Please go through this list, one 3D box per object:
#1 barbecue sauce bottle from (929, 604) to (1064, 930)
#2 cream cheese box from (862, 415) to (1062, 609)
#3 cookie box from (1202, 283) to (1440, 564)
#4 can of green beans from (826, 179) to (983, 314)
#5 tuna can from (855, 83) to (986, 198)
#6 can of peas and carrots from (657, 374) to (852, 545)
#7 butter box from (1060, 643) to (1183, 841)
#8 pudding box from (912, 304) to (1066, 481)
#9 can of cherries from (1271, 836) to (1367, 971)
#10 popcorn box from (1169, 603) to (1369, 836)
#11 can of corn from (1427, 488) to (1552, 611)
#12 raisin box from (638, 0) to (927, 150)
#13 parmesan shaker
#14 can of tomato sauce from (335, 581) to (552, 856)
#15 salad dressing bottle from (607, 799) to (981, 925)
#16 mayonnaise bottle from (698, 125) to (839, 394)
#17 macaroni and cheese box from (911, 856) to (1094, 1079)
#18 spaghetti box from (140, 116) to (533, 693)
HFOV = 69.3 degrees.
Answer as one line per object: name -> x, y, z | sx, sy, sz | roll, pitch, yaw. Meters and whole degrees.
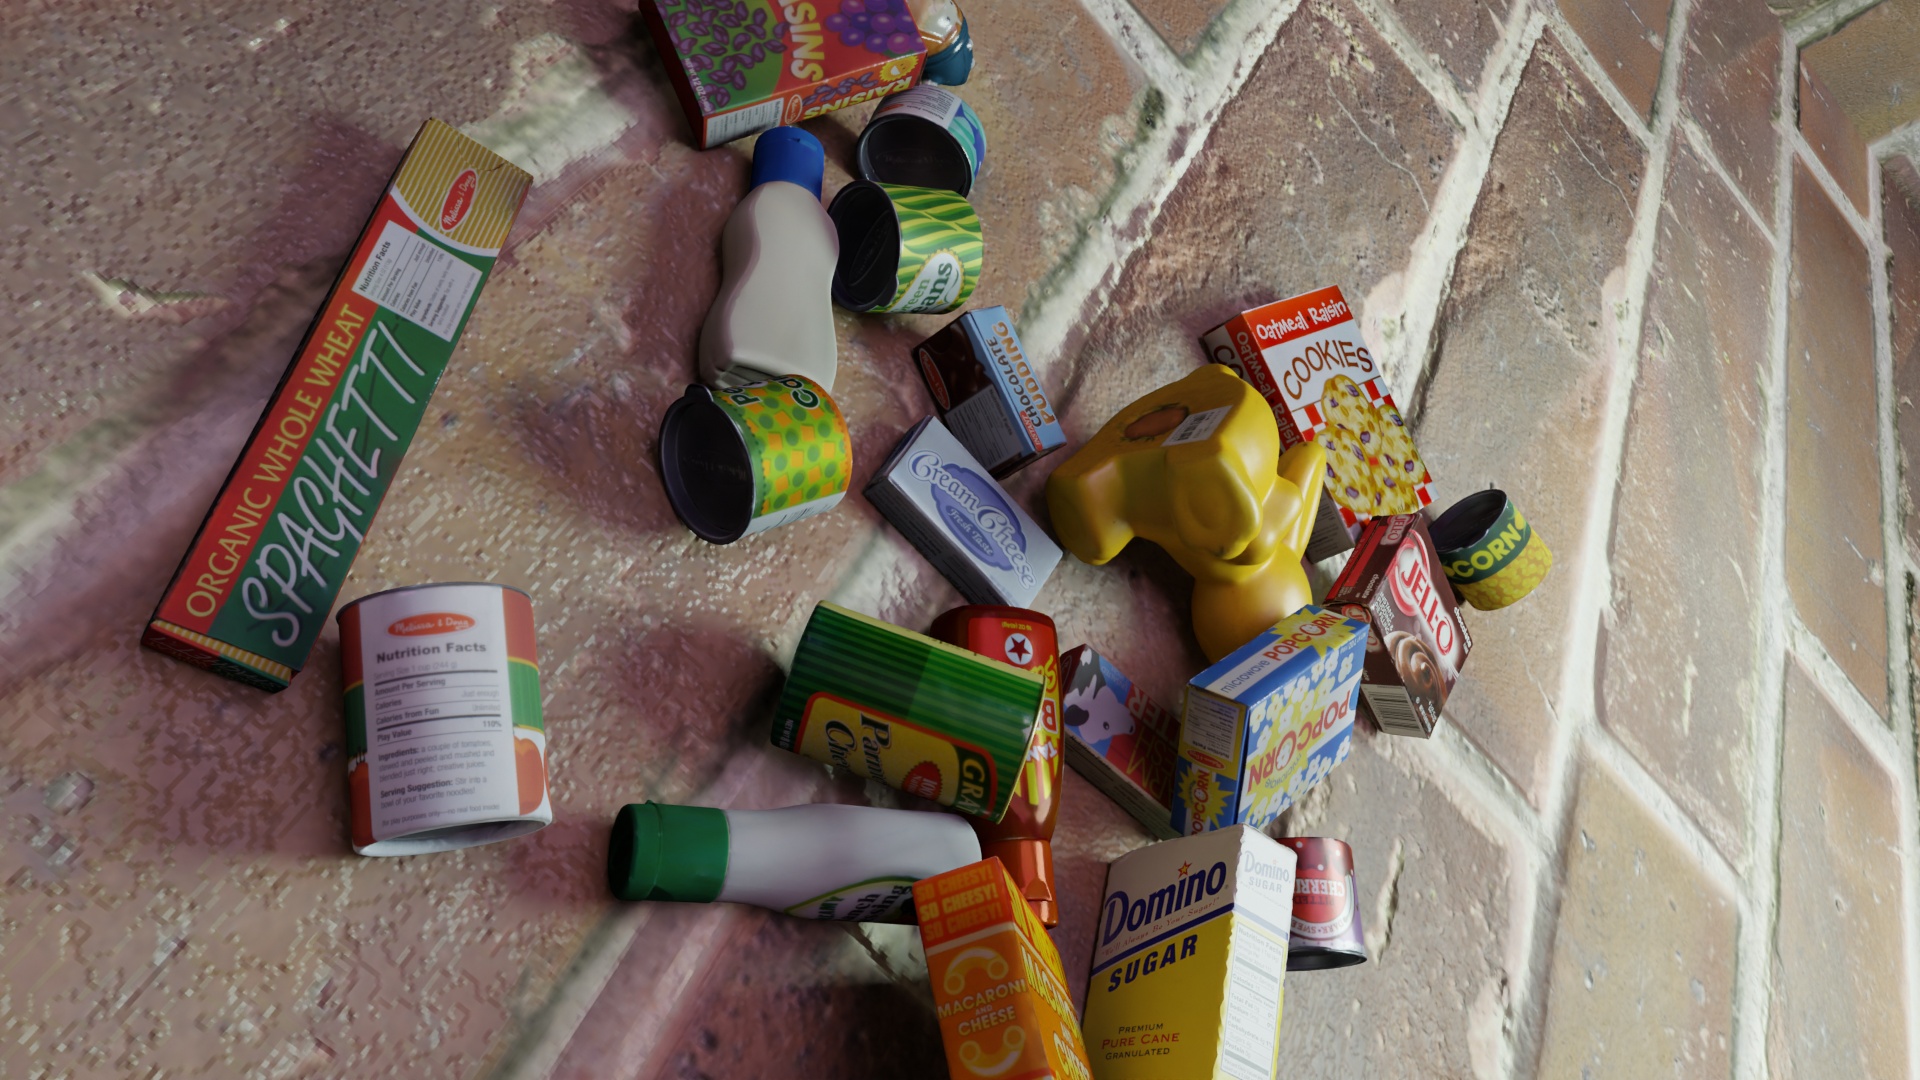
barbecue sauce bottle -> 0.021, 0.106, 0.652 | 0.065, 0.043, 0.149 | 10, 64, -31
cream cheese box -> 0.003, -0.009, 0.705 | 0.103, 0.024, 0.054 | 46, 47, -13
cookie box -> 0.242, -0.082, 0.930 | 0.123, 0.040, 0.167 | -22, 85, -43
can of green beans -> -0.030, -0.150, 0.718 | 0.058, 0.071, 0.071 | -6, 73, -42
tuna can -> -0.021, -0.210, 0.758 | 0.071, 0.071, 0.033 | 37, 50, -20
can of peas and carrots -> -0.091, -0.039, 0.613 | 0.059, 0.070, 0.071 | -20, 83, -44
butter box -> 0.086, 0.105, 0.720 | 0.103, 0.024, 0.053 | 40, 50, -17
pudding box -> 0.015, -0.076, 0.731 | 0.030, 0.049, 0.083 | -21, 84, -45
can of cherries -> 0.174, 0.189, 0.721 | 0.071, 0.071, 0.058 | 18, 59, -33
popcorn box -> 0.160, 0.094, 0.713 | 0.127, 0.038, 0.085 | -23, 123, -44
can of corn -> 0.369, 0.008, 0.971 | 0.058, 0.071, 0.071 | 48, 47, -12
raisin box -> -0.090, -0.259, 0.707 | 0.124, 0.040, 0.086 | -22, 83, -16
parmesan shaker -> -0.023, 0.074, 0.594 | 0.103, 0.071, 0.072 | 19, 54, 1
can of tomato sauce -> -0.182, 0.064, 0.491 | 0.071, 0.071, 0.083 | 3, 69, -39
salad dressing bottle -> -0.065, 0.130, 0.561 | 0.148, 0.064, 0.044 | 10, 55, -27
mayonnaise bottle -> -0.089, -0.136, 0.680 | 0.065, 0.041, 0.149 | 21, 56, -33
macaroni and cheese box -> 0.030, 0.223, 0.532 | 0.123, 0.040, 0.167 | 65, 7, -53
spaghetti box -> -0.231, -0.061, 0.534 | 0.050, 0.028, 0.251 | 29, 53, -26
